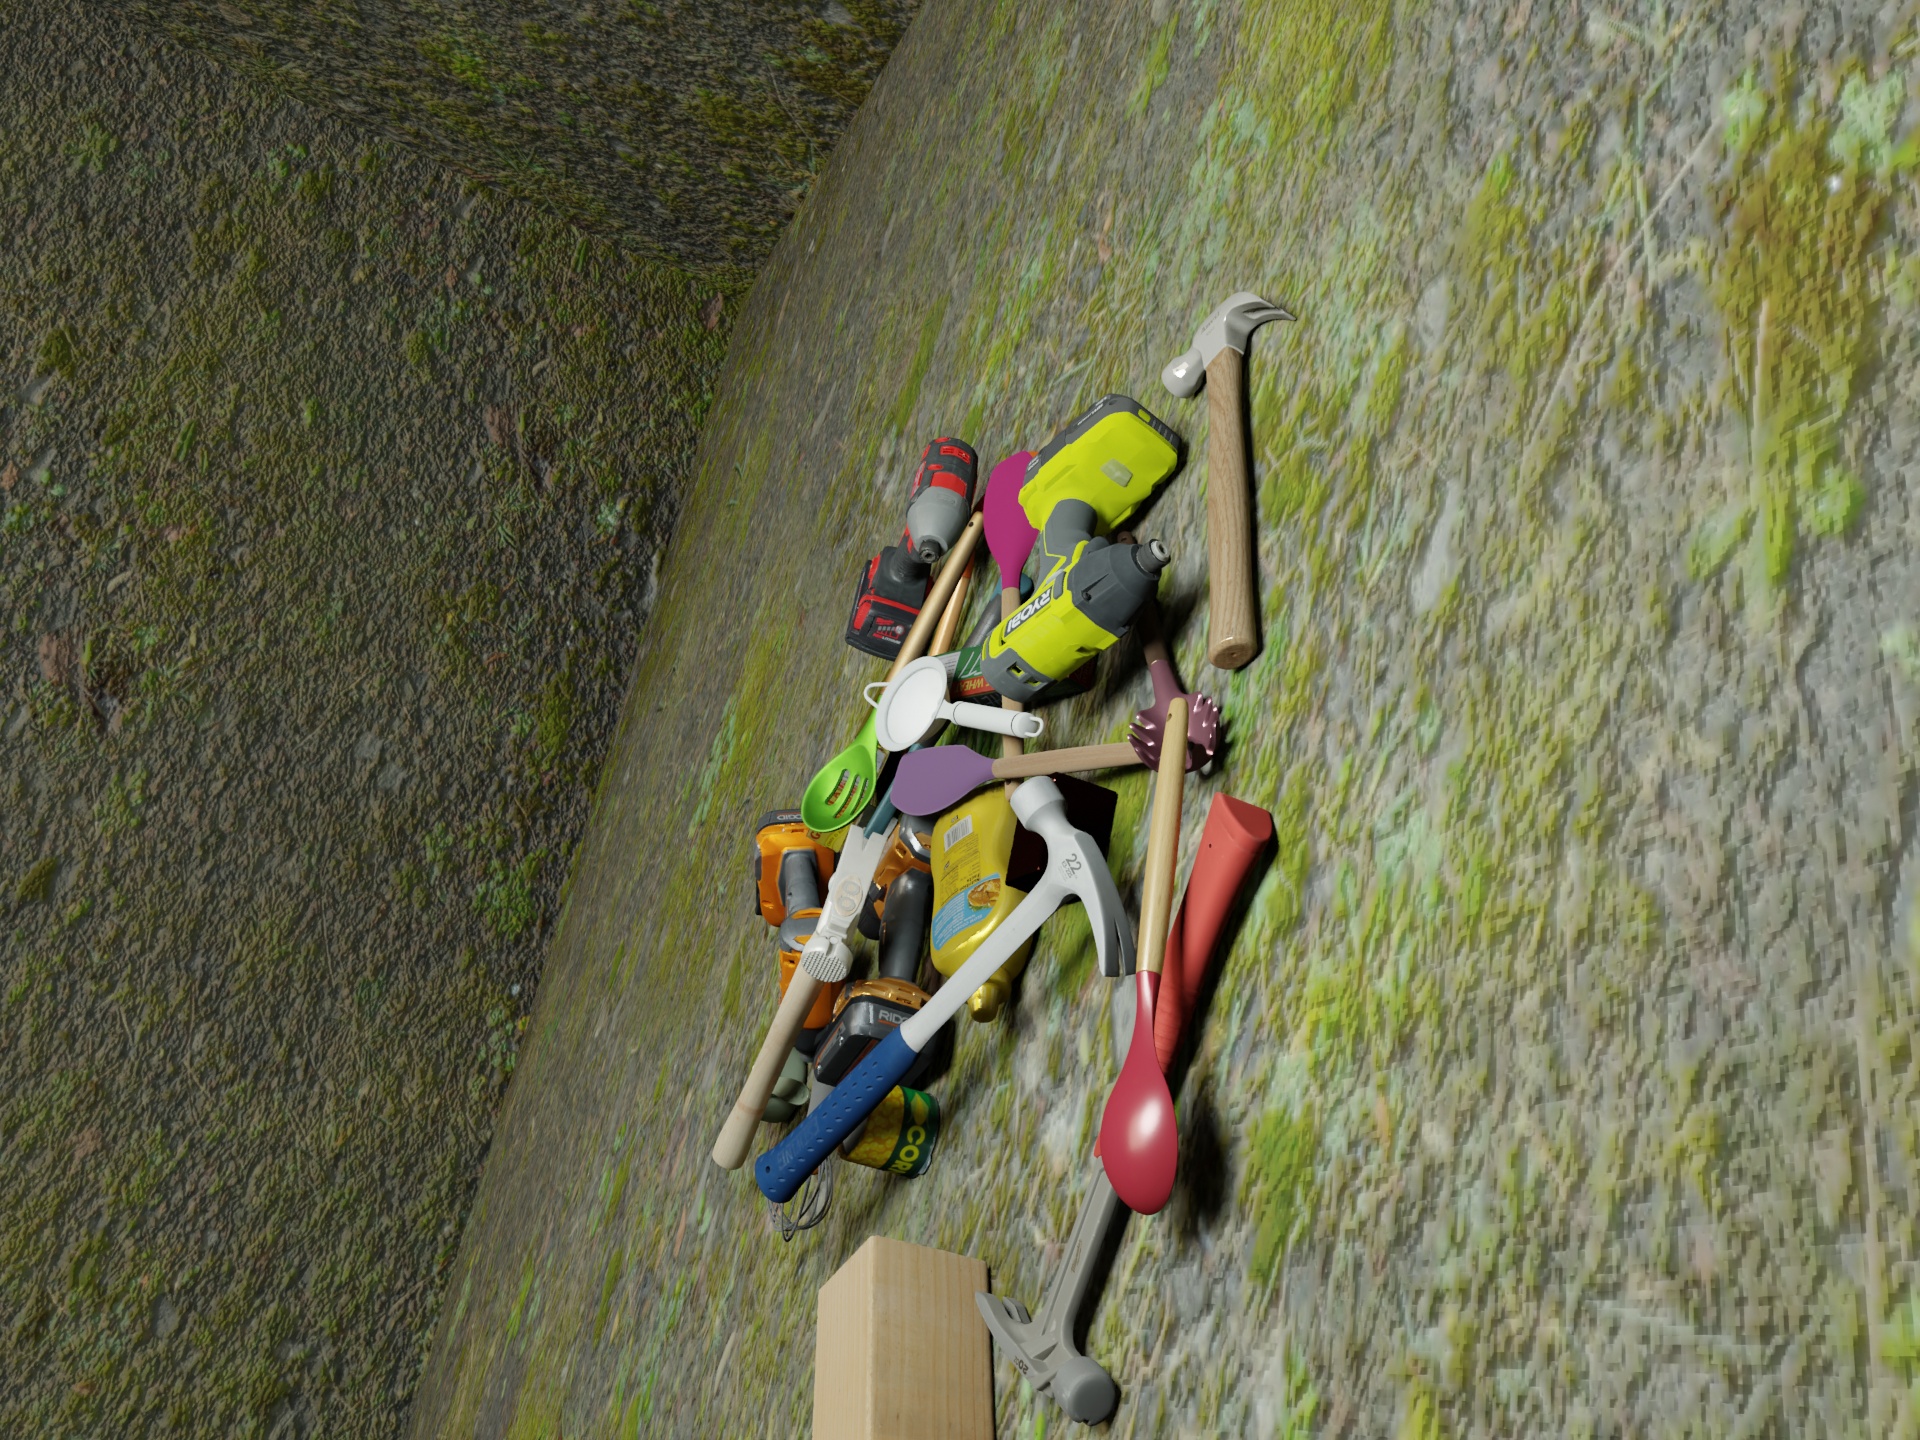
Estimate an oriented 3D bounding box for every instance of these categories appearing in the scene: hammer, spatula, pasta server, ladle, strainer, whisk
[{"bbox_3d":[0.103,0.216,0.946,0.359,0.036,0.149,-70,20,-2],"label":"hammer"},{"bbox_3d":[-0.149,0.262,1.374,0.146,0.038,0.410,-74,7,-47],"label":"hammer"},{"bbox_3d":[0.045,0.036,1.188,0.316,0.018,0.060,-10,60,50],"label":"spatula"},{"bbox_3d":[-0.027,0.224,1.127,0.405,0.035,0.144,-50,55,29],"label":"hammer"},{"bbox_3d":[0.136,-0.058,1.129,0.060,0.040,0.317,-19,35,10],"label":"pasta server"},{"bbox_3d":[0.113,0.123,0.919,0.069,0.031,0.316,-41,33,54],"label":"ladle"},{"bbox_3d":[0.004,-0.114,1.550,0.081,0.041,0.322,-149,76,-71],"label":"spatula"},{"bbox_3d":[-0.002,-0.004,1.268,0.258,0.050,0.087,11,75,61],"label":"strainer"},{"bbox_3d":[0.189,-0.176,1.116,0.130,0.031,0.332,-47,30,47],"label":"hammer"},{"bbox_3d":[-0.123,0.343,1.352,0.055,0.055,0.239,-58,11,29],"label":"whisk"},{"bbox_3d":[-0.027,0.010,1.453,0.331,0.033,0.128,-60,3,12],"label":"hammer"}]

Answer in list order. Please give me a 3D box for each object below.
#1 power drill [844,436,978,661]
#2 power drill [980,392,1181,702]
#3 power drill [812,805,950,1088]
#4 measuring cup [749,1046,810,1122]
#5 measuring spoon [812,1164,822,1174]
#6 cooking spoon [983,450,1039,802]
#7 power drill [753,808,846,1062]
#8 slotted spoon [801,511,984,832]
[{"bbox_3d":[-0.044,-0.161,1.574,0.219,0.078,0.143,119,165,-50],"label":"power drill"},{"bbox_3d":[0.099,-0.135,1.186,0.171,0.080,0.223,-38,28,40],"label":"power drill"},{"bbox_3d":[-0.061,0.199,1.327,0.185,0.084,0.226,123,162,-50],"label":"power drill"},{"bbox_3d":[-0.157,0.346,1.492,0.167,0.038,0.083,-11,60,65],"label":"measuring cup"},{"bbox_3d":[-0.103,0.349,1.391,0.117,0.011,0.021,-62,13,9],"label":"measuring spoon"},{"bbox_3d":[0.041,-0.082,1.281,0.069,0.017,0.319,-23,56,39],"label":"cooking spoon"},{"bbox_3d":[-0.151,0.207,1.525,0.227,0.084,0.164,-108,19,-56],"label":"power drill"},{"bbox_3d":[-0.050,-0.042,1.383,0.070,0.031,0.314,23,83,40],"label":"slotted spoon"}]
